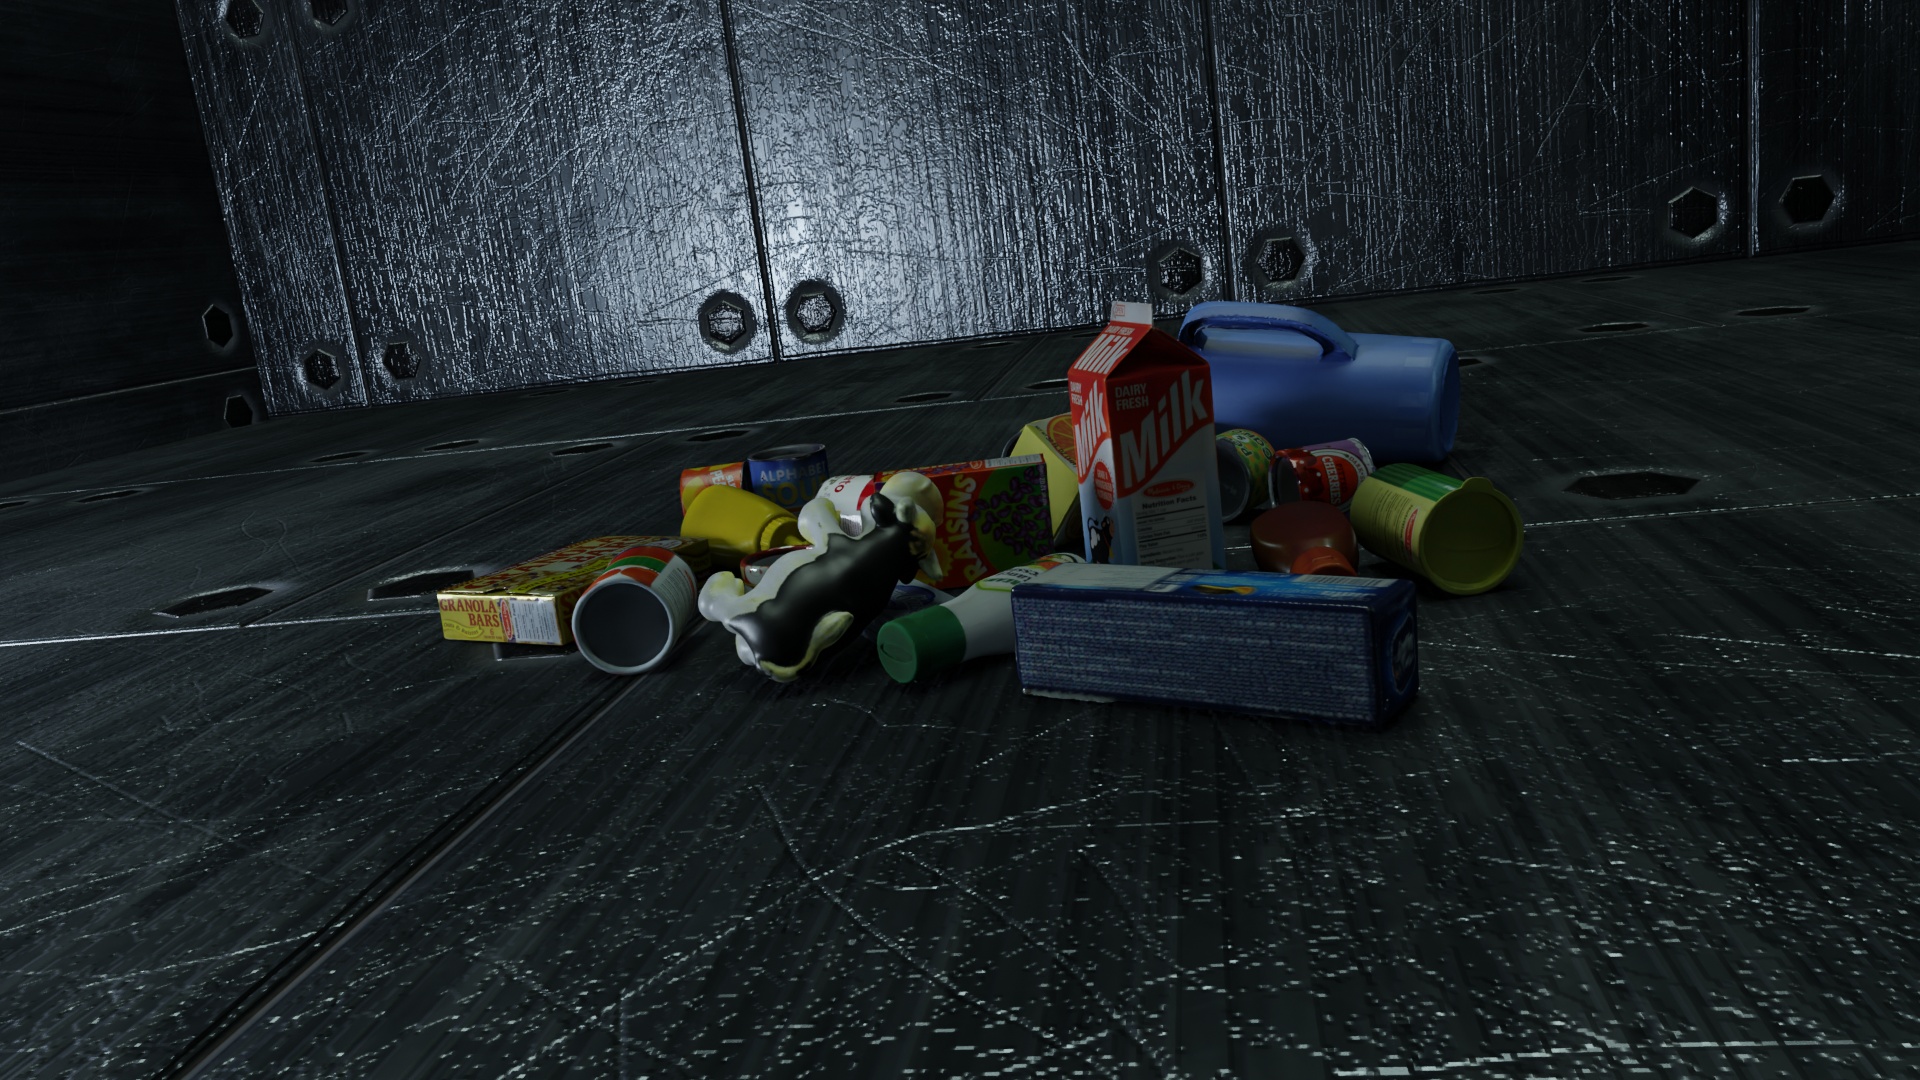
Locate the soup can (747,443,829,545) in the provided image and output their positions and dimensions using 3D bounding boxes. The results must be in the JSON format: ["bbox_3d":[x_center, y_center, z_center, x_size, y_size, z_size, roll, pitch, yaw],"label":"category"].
[{"bbox_3d":[-0.140,-0.035,1.176,0.071,0.083,0.071,-7,13,2],"label":"soup can"}]

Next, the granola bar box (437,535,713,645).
[{"bbox_3d":[-0.289,0.034,1.055,0.124,0.039,0.166,0,14,30],"label":"granola bar box"}]

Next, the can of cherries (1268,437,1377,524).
[{"bbox_3d":[0.263,-0.039,1.008,0.058,0.071,0.071,-9,12,-7],"label":"can of cherries"}]

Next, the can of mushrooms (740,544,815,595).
[{"bbox_3d":[-0.129,0.027,1.015,0.071,0.033,0.071,-7,13,2],"label":"can of mushrooms"}]

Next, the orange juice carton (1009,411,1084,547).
[{"bbox_3d":[0.126,-0.063,1.123,0.193,0.072,0.072,-19,56,-42],"label":"orange juice carton"}]

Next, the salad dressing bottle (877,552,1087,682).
[{"bbox_3d":[0.018,0.046,0.824,0.148,0.044,0.064,-18,21,-40],"label":"salad dressing bottle"}]

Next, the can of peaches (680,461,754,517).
[{"bbox_3d":[-0.219,-0.037,1.263,0.058,0.071,0.071,-7,12,2],"label":"can of peaches"}]

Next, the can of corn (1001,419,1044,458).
[{"bbox_3d":[0.077,-0.077,1.279,0.071,0.071,0.058,-4,12,13],"label":"can of corn"}]

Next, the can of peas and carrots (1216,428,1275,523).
[{"bbox_3d":[0.212,-0.054,1.098,0.071,0.070,0.059,2,15,37],"label":"can of peas and carrots"}]

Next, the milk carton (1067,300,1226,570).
[{"bbox_3d":[0.119,-0.058,0.897,0.073,0.190,0.072,-10,13,-14],"label":"milk carton"}]

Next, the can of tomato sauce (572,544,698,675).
[{"bbox_3d":[-0.213,0.045,0.906,0.071,0.071,0.083,-7,13,0],"label":"can of tomato sauce"}]

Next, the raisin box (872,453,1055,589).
[{"bbox_3d":[0.004,-0.012,0.995,0.123,0.086,0.040,-7,14,1],"label":"raisin box"}]

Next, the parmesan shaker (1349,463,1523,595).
[{"bbox_3d":[0.295,-0.012,0.869,0.071,0.071,0.103,-8,12,-6],"label":"parmesan shaker"}]

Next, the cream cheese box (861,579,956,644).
[{"bbox_3d":[-0.038,0.047,0.893,0.053,0.024,0.104,-12,14,-23],"label":"cream cheese box"}]

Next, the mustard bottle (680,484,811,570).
[{"bbox_3d":[-0.163,-0.004,1.107,0.048,0.065,0.160,34,-12,-40],"label":"mustard bottle"}]

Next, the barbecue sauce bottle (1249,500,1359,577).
[{"bbox_3d":[0.219,0.012,0.867,0.065,0.043,0.149,-11,12,9],"label":"barbecue sauce bottle"}]
